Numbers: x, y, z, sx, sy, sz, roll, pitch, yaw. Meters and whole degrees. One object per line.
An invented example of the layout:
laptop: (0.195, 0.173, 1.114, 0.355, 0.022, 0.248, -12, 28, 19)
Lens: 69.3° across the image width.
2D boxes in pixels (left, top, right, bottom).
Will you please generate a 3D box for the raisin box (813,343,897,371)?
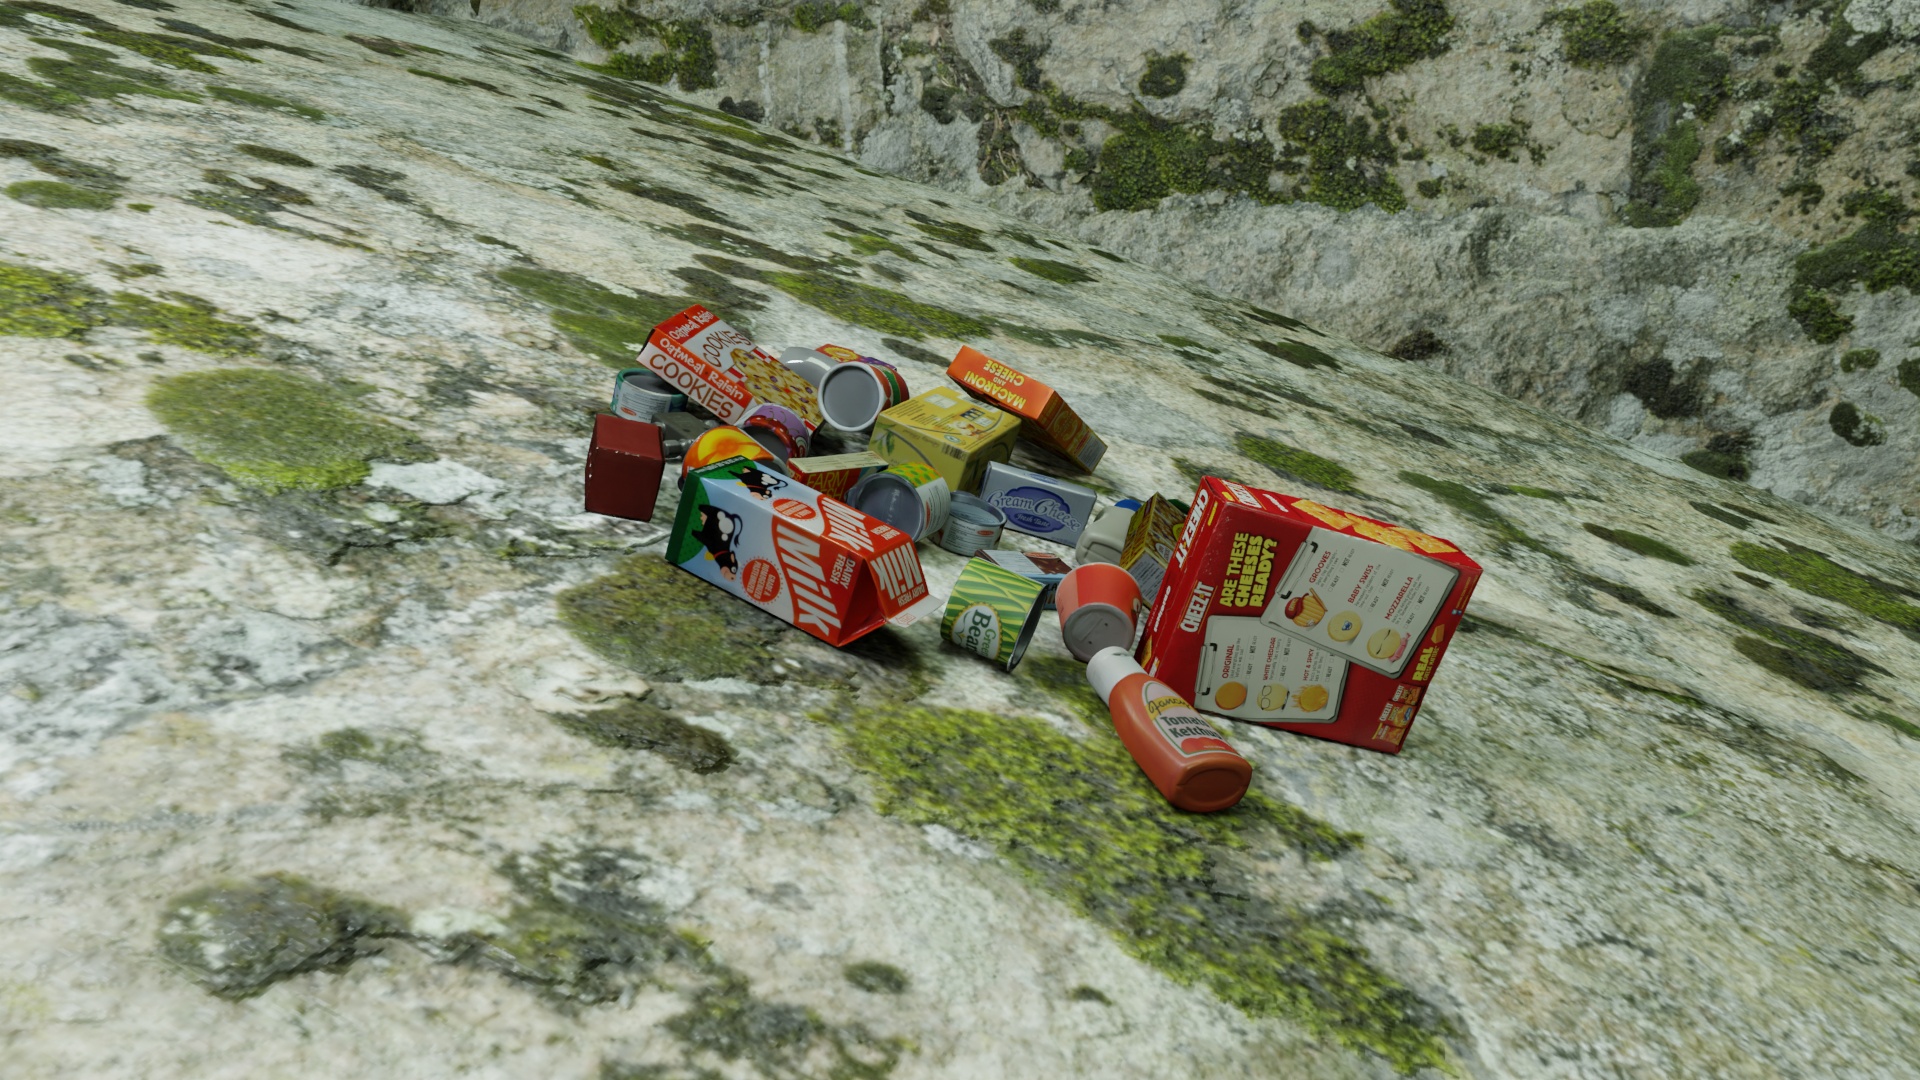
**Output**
raisin box: (-0.127, -0.171, 1.476, 0.086, 0.040, 0.124, 20, 20, 7)

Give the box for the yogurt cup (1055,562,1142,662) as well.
yogurt cup: (0.106, 0.058, 1.064, 0.072, 0.072, 0.054, 17, 28, -3)

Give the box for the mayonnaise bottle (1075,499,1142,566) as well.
mayonnaise bottle: (0.147, -0.003, 1.281, 0.065, 0.041, 0.148, 28, 20, 5)

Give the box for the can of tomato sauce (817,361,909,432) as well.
can of tomato sauce: (-0.091, -0.136, 1.306, 0.071, 0.071, 0.083, 23, 9, 11)

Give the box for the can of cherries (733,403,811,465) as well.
can of cherries: (-0.163, -0.076, 1.170, 0.071, 0.071, 0.058, 19, 21, 1)

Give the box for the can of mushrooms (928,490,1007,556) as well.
can of mushrooms: (0.004, -0.015, 1.202, 0.071, 0.033, 0.071, 15, 21, -6)

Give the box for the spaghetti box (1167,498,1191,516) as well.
spaghetti box: (0.273, 0.038, 1.271, 0.029, 0.050, 0.250, -5, 31, -44)

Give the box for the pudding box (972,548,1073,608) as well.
pudding box: (0.054, 0.032, 1.131, 0.084, 0.030, 0.050, 3, 24, -35)

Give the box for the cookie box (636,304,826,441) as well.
cookie box: (-0.203, -0.147, 1.285, 0.167, 0.040, 0.123, 35, 20, -5)

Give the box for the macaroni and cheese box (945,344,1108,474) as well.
macaroni and cheese box: (0.072, -0.135, 1.461, 0.124, 0.040, 0.166, 31, -2, 30)

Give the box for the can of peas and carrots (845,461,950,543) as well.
can of peas and carrots: (-0.051, -0.029, 1.147, 0.071, 0.070, 0.059, 25, 21, 16)

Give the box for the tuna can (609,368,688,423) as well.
tuna can: (-0.279, -0.129, 1.253, 0.071, 0.032, 0.071, 16, 21, -6)

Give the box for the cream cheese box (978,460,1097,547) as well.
cream cheese box: (0.068, -0.033, 1.272, 0.104, 0.053, 0.024, 16, 18, -7)

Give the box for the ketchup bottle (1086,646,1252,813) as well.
ketchup bottle: (0.134, 0.125, 0.946, 0.065, 0.043, 0.149, 7, 23, -27)

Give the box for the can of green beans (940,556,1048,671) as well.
can of green beans: (0.024, 0.052, 1.006, 0.058, 0.071, 0.071, 22, 21, 11)

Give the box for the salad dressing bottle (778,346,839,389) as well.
salad dressing bottle: (-0.116, -0.142, 1.390, 0.148, 0.064, 0.044, 26, 39, -2)

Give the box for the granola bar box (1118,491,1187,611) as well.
granola bar box: (0.195, 0.033, 1.180, 0.124, 0.039, 0.166, 40, 21, -3)

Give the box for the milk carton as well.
milk carton: (-0.106, 0.013, 0.984, 0.191, 0.073, 0.072, 25, 21, 16)

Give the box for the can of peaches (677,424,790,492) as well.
can of peaches: (-0.178, -0.048, 1.092, 0.071, 0.071, 0.058, -4, 30, -45)

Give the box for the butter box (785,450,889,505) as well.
butter box: (-0.108, -0.043, 1.153, 0.024, 0.053, 0.104, 34, 26, 30)
